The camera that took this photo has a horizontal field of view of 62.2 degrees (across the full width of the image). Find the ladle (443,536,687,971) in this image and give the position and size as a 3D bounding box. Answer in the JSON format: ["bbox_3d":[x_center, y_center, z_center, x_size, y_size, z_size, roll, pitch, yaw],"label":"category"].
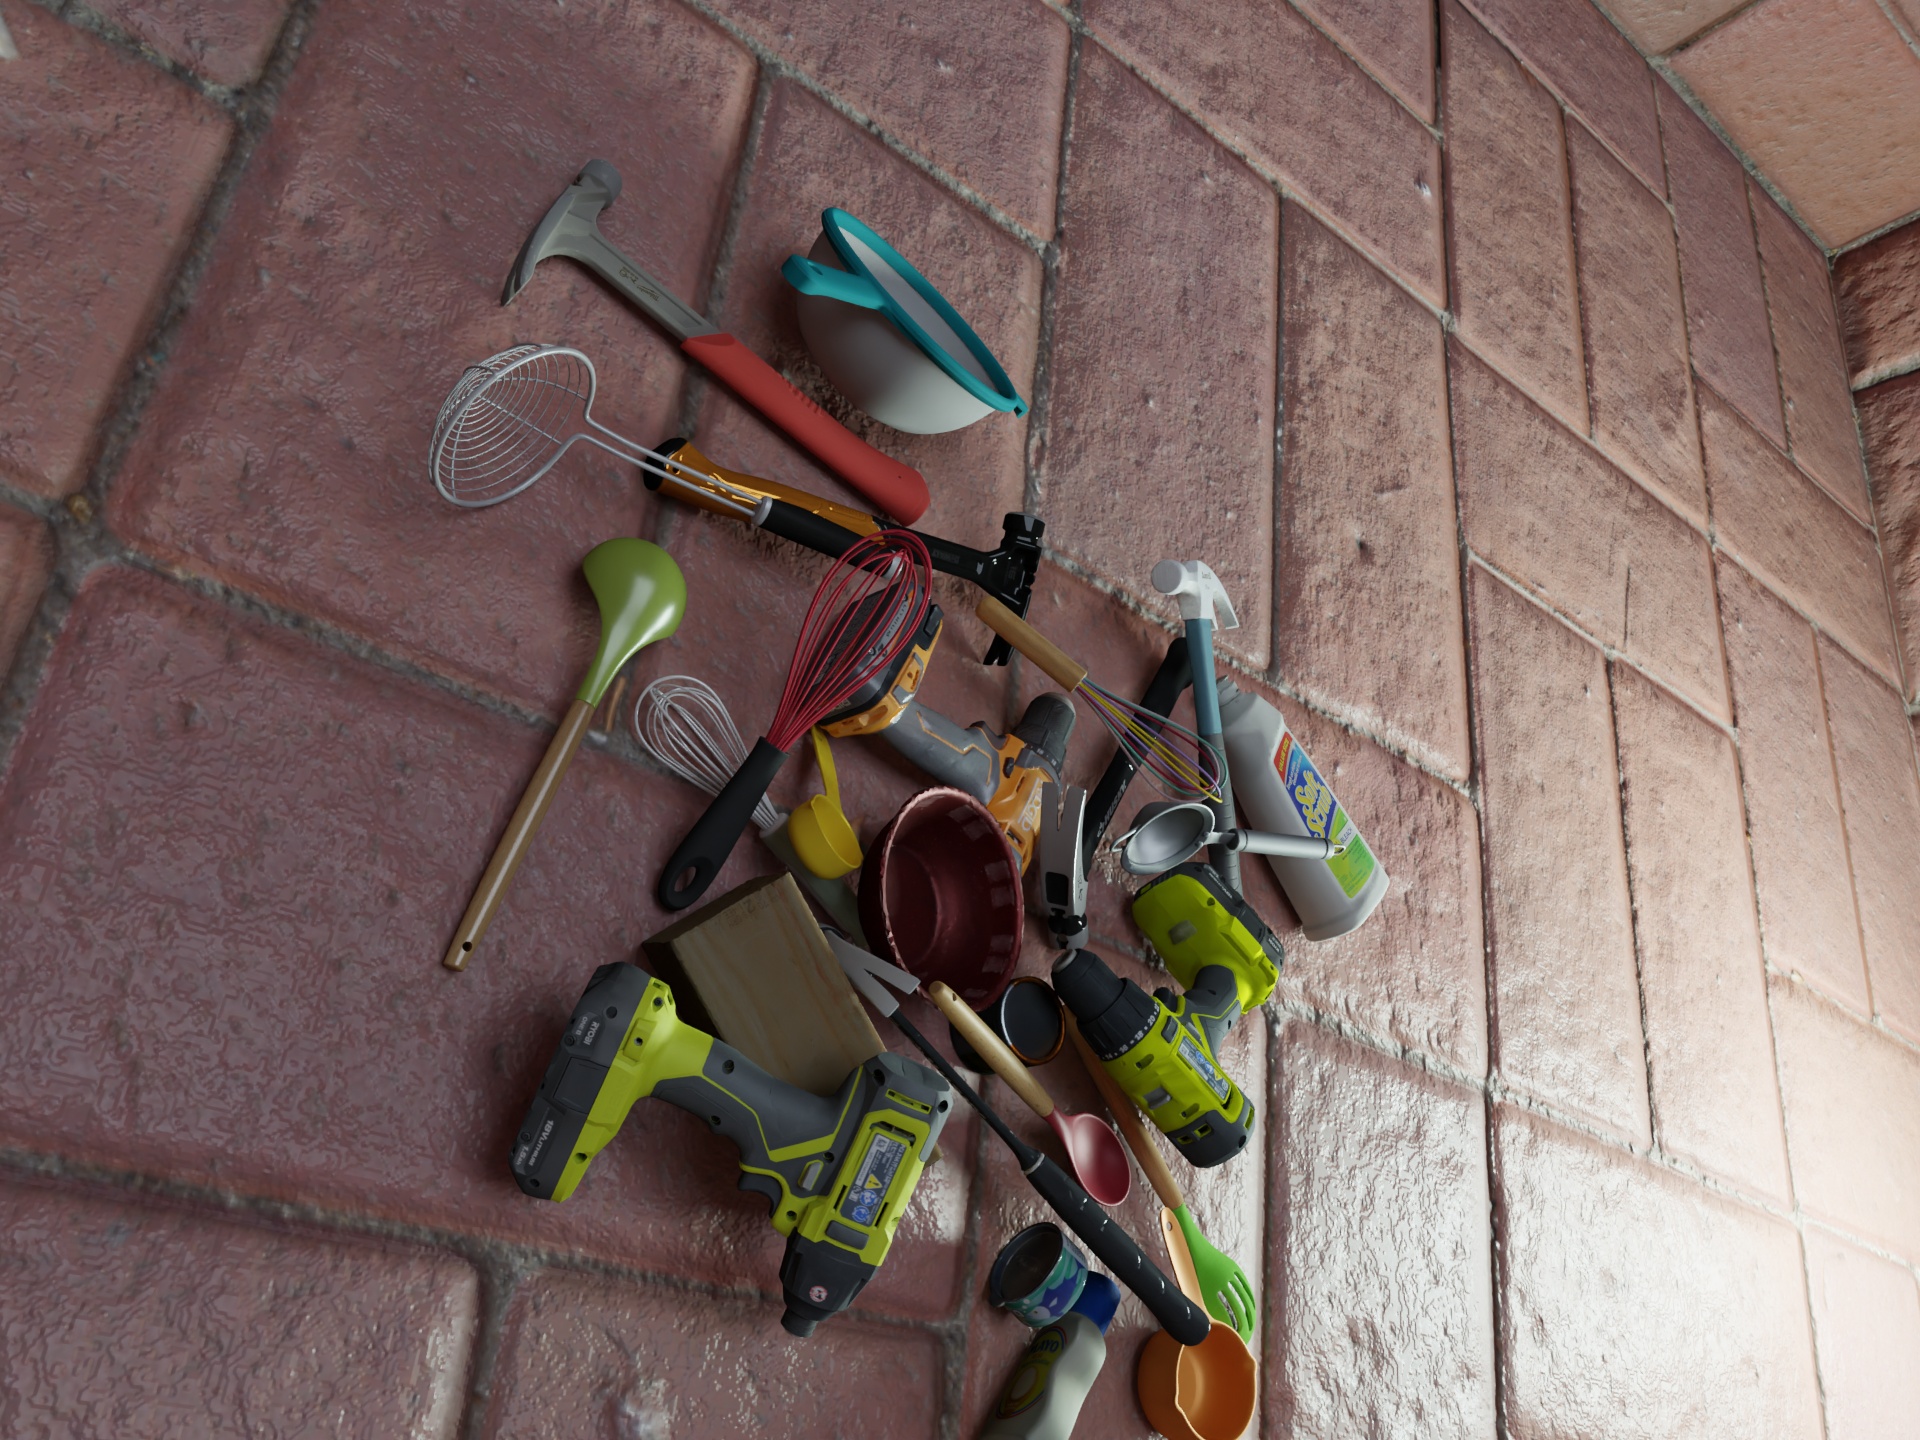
[{"bbox_3d":[-0.258,0.015,1.022,0.078,0.062,0.320,36,60,-28],"label":"ladle"}]

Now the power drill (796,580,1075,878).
[{"bbox_3d":[-0.002,-0.004,1.224,0.226,0.084,0.185,47,49,-23],"label":"power drill"}]

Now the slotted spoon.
[{"bbox_3d":[0.157,0.361,1.255,0.070,0.031,0.314,-31,94,-49],"label":"slotted spoon"}]

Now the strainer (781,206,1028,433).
[{"bbox_3d":[-0.078,-0.288,1.198,0.211,0.095,0.340,50,19,6],"label":"strainer"}]

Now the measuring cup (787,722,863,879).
[{"bbox_3d":[-0.102,0.053,1.118,0.062,0.029,0.157,50,13,-33],"label":"measuring cup"}]

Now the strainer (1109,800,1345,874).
[{"bbox_3d":[0.224,0.099,1.338,0.258,0.086,0.050,8,40,-29],"label":"strainer"}]

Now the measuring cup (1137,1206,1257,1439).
[{"bbox_3d":[0.164,0.459,1.206,0.095,0.052,0.174,-4,73,-42],"label":"measuring cup"}]

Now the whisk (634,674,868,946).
[{"bbox_3d":[-0.136,0.068,1.104,0.059,0.058,0.246,-41,108,-8],"label":"whisk"}]

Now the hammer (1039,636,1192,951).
[{"bbox_3d":[0.139,0.030,1.332,0.335,0.035,0.146,-55,147,-46],"label":"hammer"}]

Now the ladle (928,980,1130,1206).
[{"bbox_3d":[0.051,0.264,1.127,0.315,0.031,0.069,54,28,-43],"label":"ladle"}]

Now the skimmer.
[{"bbox_3d":[-0.182,-0.150,1.085,0.363,0.127,0.090,21,29,-34],"label":"skimmer"}]

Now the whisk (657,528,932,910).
[{"bbox_3d":[-0.113,0.000,1.051,0.073,0.073,0.296,34,89,-27],"label":"whisk"}]

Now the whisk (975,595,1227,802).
[{"bbox_3d":[0.110,-0.016,1.243,0.245,0.051,0.047,39,39,4],"label":"whisk"}]

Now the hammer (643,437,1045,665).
[{"bbox_3d":[-0.085,-0.139,1.218,0.336,0.034,0.127,14,87,-32],"label":"hammer"}]

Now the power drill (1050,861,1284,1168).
[{"bbox_3d":[0.165,0.210,1.245,0.190,0.080,0.228,48,33,-6],"label":"power drill"}]

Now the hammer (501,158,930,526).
[{"bbox_3d":[-0.168,-0.259,1.206,0.358,0.037,0.149,37,52,-25],"label":"hammer"}]

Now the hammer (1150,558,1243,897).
[{"bbox_3d":[0.219,0.026,1.392,0.128,0.033,0.331,-5,89,-61],"label":"hammer"}]

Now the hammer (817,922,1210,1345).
[{"bbox_3d":[0.043,0.295,1.097,0.036,0.149,0.408,-46,107,-16],"label":"hammer"}]

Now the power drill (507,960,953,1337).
[{"bbox_3d":[-0.138,0.250,0.927,0.223,0.080,0.171,24,92,-6],"label":"power drill"}]
